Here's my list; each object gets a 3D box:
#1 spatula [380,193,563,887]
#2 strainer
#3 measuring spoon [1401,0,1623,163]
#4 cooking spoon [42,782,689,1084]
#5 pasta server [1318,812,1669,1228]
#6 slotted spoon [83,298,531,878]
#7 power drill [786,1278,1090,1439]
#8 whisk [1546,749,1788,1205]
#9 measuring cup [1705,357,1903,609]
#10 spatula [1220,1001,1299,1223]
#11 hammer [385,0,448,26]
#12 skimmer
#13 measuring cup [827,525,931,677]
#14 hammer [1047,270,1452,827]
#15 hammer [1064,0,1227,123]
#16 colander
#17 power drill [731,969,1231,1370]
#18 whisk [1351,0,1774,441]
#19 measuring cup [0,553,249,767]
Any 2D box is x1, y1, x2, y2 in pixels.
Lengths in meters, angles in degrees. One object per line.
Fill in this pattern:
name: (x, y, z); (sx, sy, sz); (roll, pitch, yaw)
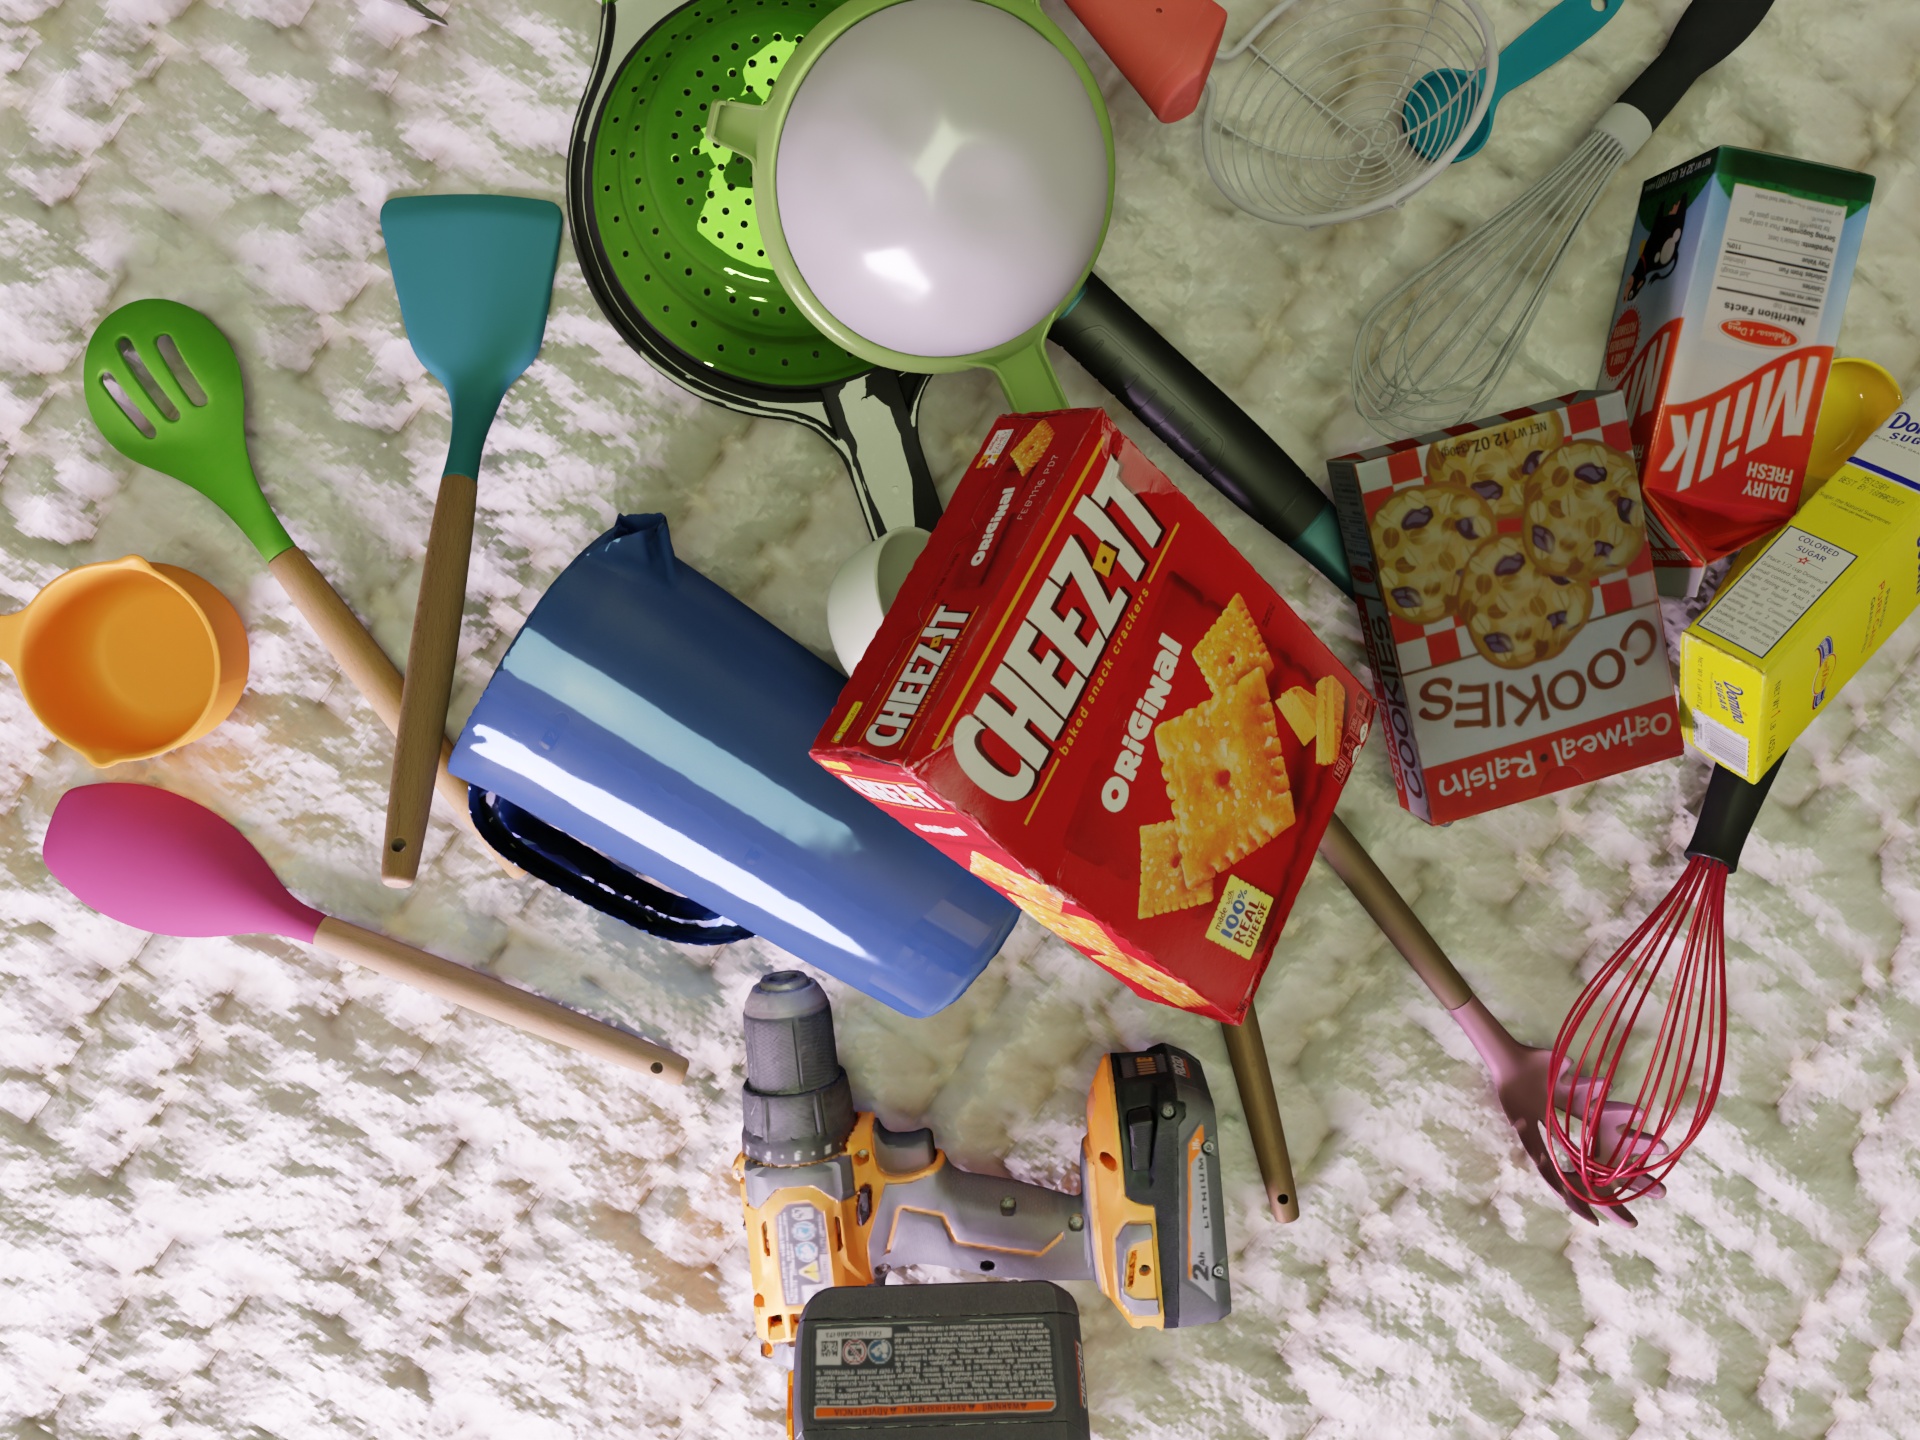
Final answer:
spatula: (-0.221, -0.085, 0.676); (0.082, 0.044, 0.318); (1, 66, -2)
strainer: (0.022, -0.163, 0.633); (0.151, 0.069, 0.256); (-30, 116, -5)
measuring spoon: (0.253, -0.299, 0.730); (0.128, 0.021, 0.042); (-38, 96, -7)
cooking spoon: (-0.278, 0.109, 0.752); (0.319, 0.017, 0.069); (22, 96, -4)
pasta server: (0.228, 0.115, 0.766); (0.060, 0.040, 0.316); (-40, 96, -12)
slotted spoon: (-0.293, -0.056, 0.729); (0.070, 0.031, 0.313); (-35, 99, -1)
power drill: (0.002, 0.328, 0.713); (0.164, 0.084, 0.226); (0, 140, -3)
whisk: (0.343, 0.084, 0.741); (0.073, 0.073, 0.296); (26, 81, -5)
measuring cup: (0.386, -0.098, 0.758); (0.062, 0.029, 0.156); (22, 107, -5)
spatula: (0.120, 0.095, 0.768); (0.060, 0.018, 0.316); (-14, 97, 9)
hammer: (-0.139, -0.376, 0.645); (0.331, 0.031, 0.130); (-6, 99, 17)
skimmer: (0.052, -0.333, 0.676); (0.363, 0.090, 0.127); (30, 89, -5)
measuring cup: (-0.001, -0.002, 0.680); (0.038, 0.083, 0.167); (-21, 106, 33)
hammer: (0.147, -0.099, 0.725); (0.331, 0.033, 0.128); (40, 93, -12)
hammer: (-0.018, -0.390, 0.652); (0.149, 0.036, 0.359); (-35, 84, 1)
colander: (-0.048, -0.158, 0.691); (0.204, 0.094, 0.397); (-19, 97, 0)
power drill: (0.005, 0.203, 0.748); (0.226, 0.084, 0.185); (-5, 97, 3)
whisk: (0.276, -0.241, 0.717); (0.070, 0.070, 0.284); (41, 89, -6)
measuring cup: (-0.408, -0.038, 0.713); (0.173, 0.052, 0.095); (13, 96, -2)
